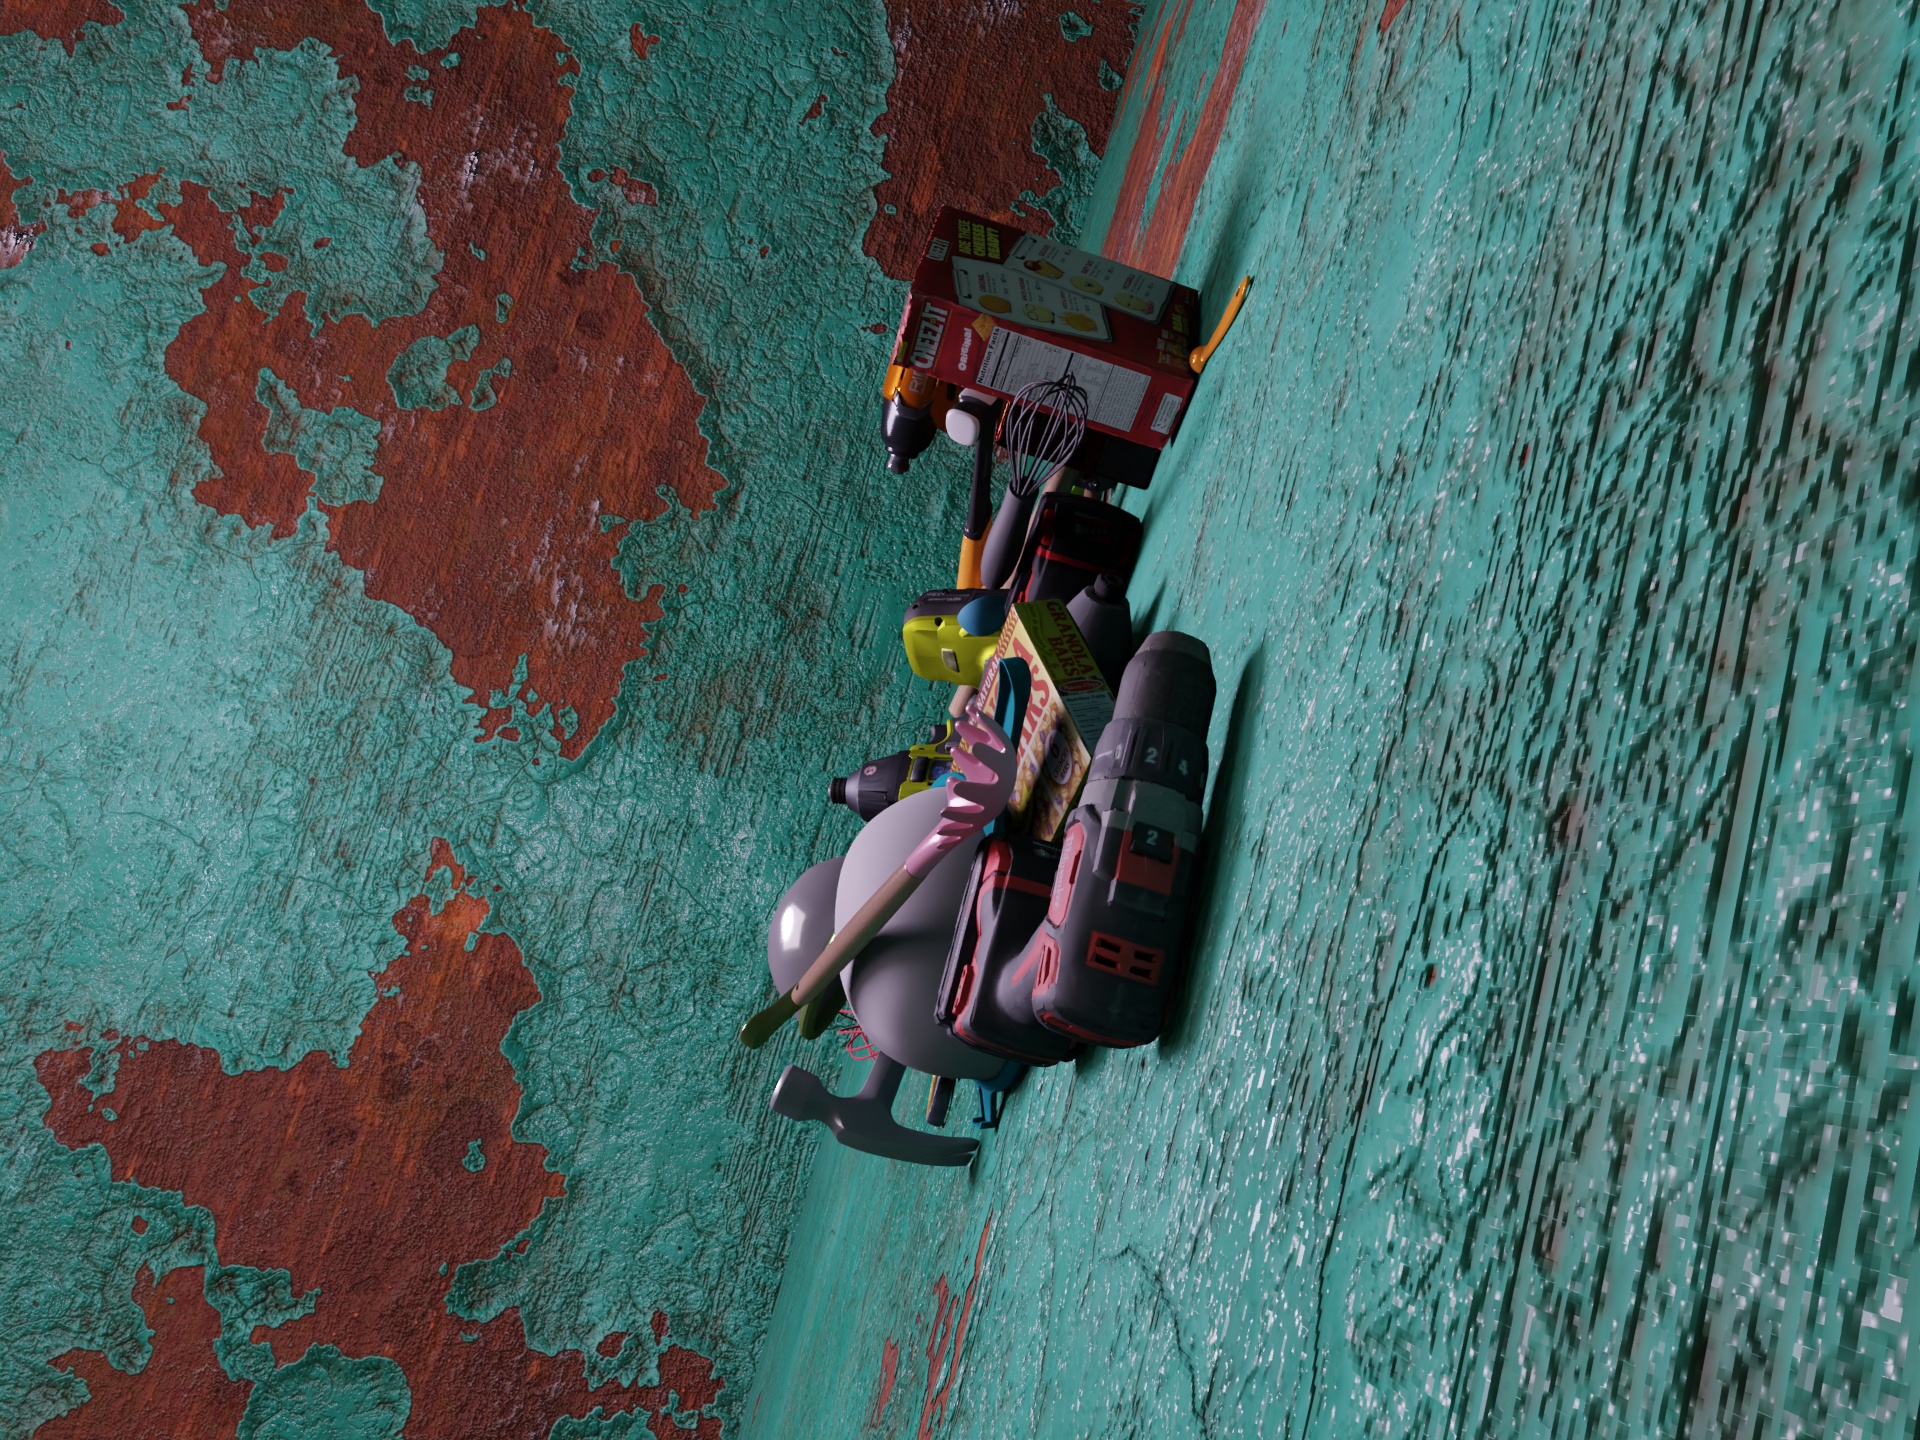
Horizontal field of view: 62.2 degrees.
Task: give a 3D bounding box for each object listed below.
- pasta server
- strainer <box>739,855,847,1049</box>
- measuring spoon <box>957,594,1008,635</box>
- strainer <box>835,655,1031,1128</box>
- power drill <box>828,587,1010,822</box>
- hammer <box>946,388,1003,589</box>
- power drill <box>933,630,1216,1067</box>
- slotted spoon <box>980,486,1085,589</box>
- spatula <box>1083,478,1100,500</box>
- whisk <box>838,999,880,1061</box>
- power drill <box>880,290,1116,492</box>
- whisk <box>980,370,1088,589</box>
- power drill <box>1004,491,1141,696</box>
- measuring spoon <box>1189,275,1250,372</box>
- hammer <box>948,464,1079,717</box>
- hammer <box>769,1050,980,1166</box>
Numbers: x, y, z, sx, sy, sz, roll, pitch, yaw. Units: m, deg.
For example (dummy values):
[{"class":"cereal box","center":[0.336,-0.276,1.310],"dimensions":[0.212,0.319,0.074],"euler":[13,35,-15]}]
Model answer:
[{"class":"pasta server","center":[-0.043,0.095,0.922],"dimensions":[0.316,0.040,0.060],"euler":[-51,23,47]},{"class":"strainer","center":[-0.119,0.168,1.143],"dimensions":[0.151,0.069,0.256],"euler":[-67,-11,17]},{"class":"measuring spoon","center":[0.061,-0.090,1.261],"dimensions":[0.042,0.128,0.021],"euler":[99,153,-62]},{"class":"strainer","center":[-0.023,0.097,0.995],"dimensions":[0.211,0.095,0.340],"euler":[-114,25,-42]},{"class":"power drill","center":[-0.002,-0.004,1.264],"dimensions":[0.080,0.171,0.223],"euler":[77,-161,-44]},{"class":"hammer","center":[0.017,-0.166,1.420],"dimensions":[0.127,0.034,0.336],"euler":[-53,-21,-40]},{"class":"power drill","center":[0.061,0.072,0.771],"dimensions":[0.226,0.080,0.188],"euler":[123,163,-68]},{"class":"slotted spoon","center":[0.066,-0.163,1.480],"dimensions":[0.314,0.031,0.070],"euler":[-52,-13,-43]},{"class":"spatula","center":[0.111,-0.139,1.396],"dimensions":[0.316,0.018,0.059],"euler":[-80,3,-53]},{"class":"whisk","center":[-0.041,0.257,1.340],"dimensions":[0.296,0.073,0.073],"euler":[-23,49,66]},{"class":"power drill","center":[0.041,-0.281,1.445],"dimensions":[0.084,0.226,0.164],"euler":[-84,11,-73]},{"class":"whisk","center":[0.045,-0.162,1.131],"dimensions":[0.238,0.055,0.055],"euler":[110,175,-59]},{"class":"power drill","center":[0.082,-0.073,1.124],"dimensions":[0.220,0.078,0.143],"euler":[-85,12,-60]},{"class":"measuring spoon","center":[0.173,-0.267,1.070],"dimensions":[0.117,0.011,0.021],"euler":[118,168,-73]},{"class":"hammer","center":[0.065,-0.151,1.372],"dimensions":[0.130,0.031,0.331],"euler":[-2,-62,-58]},{"class":"hammer","center":[-0.005,0.165,1.227],"dimensions":[0.406,0.144,0.035],"euler":[-64,-2,-47]}]
